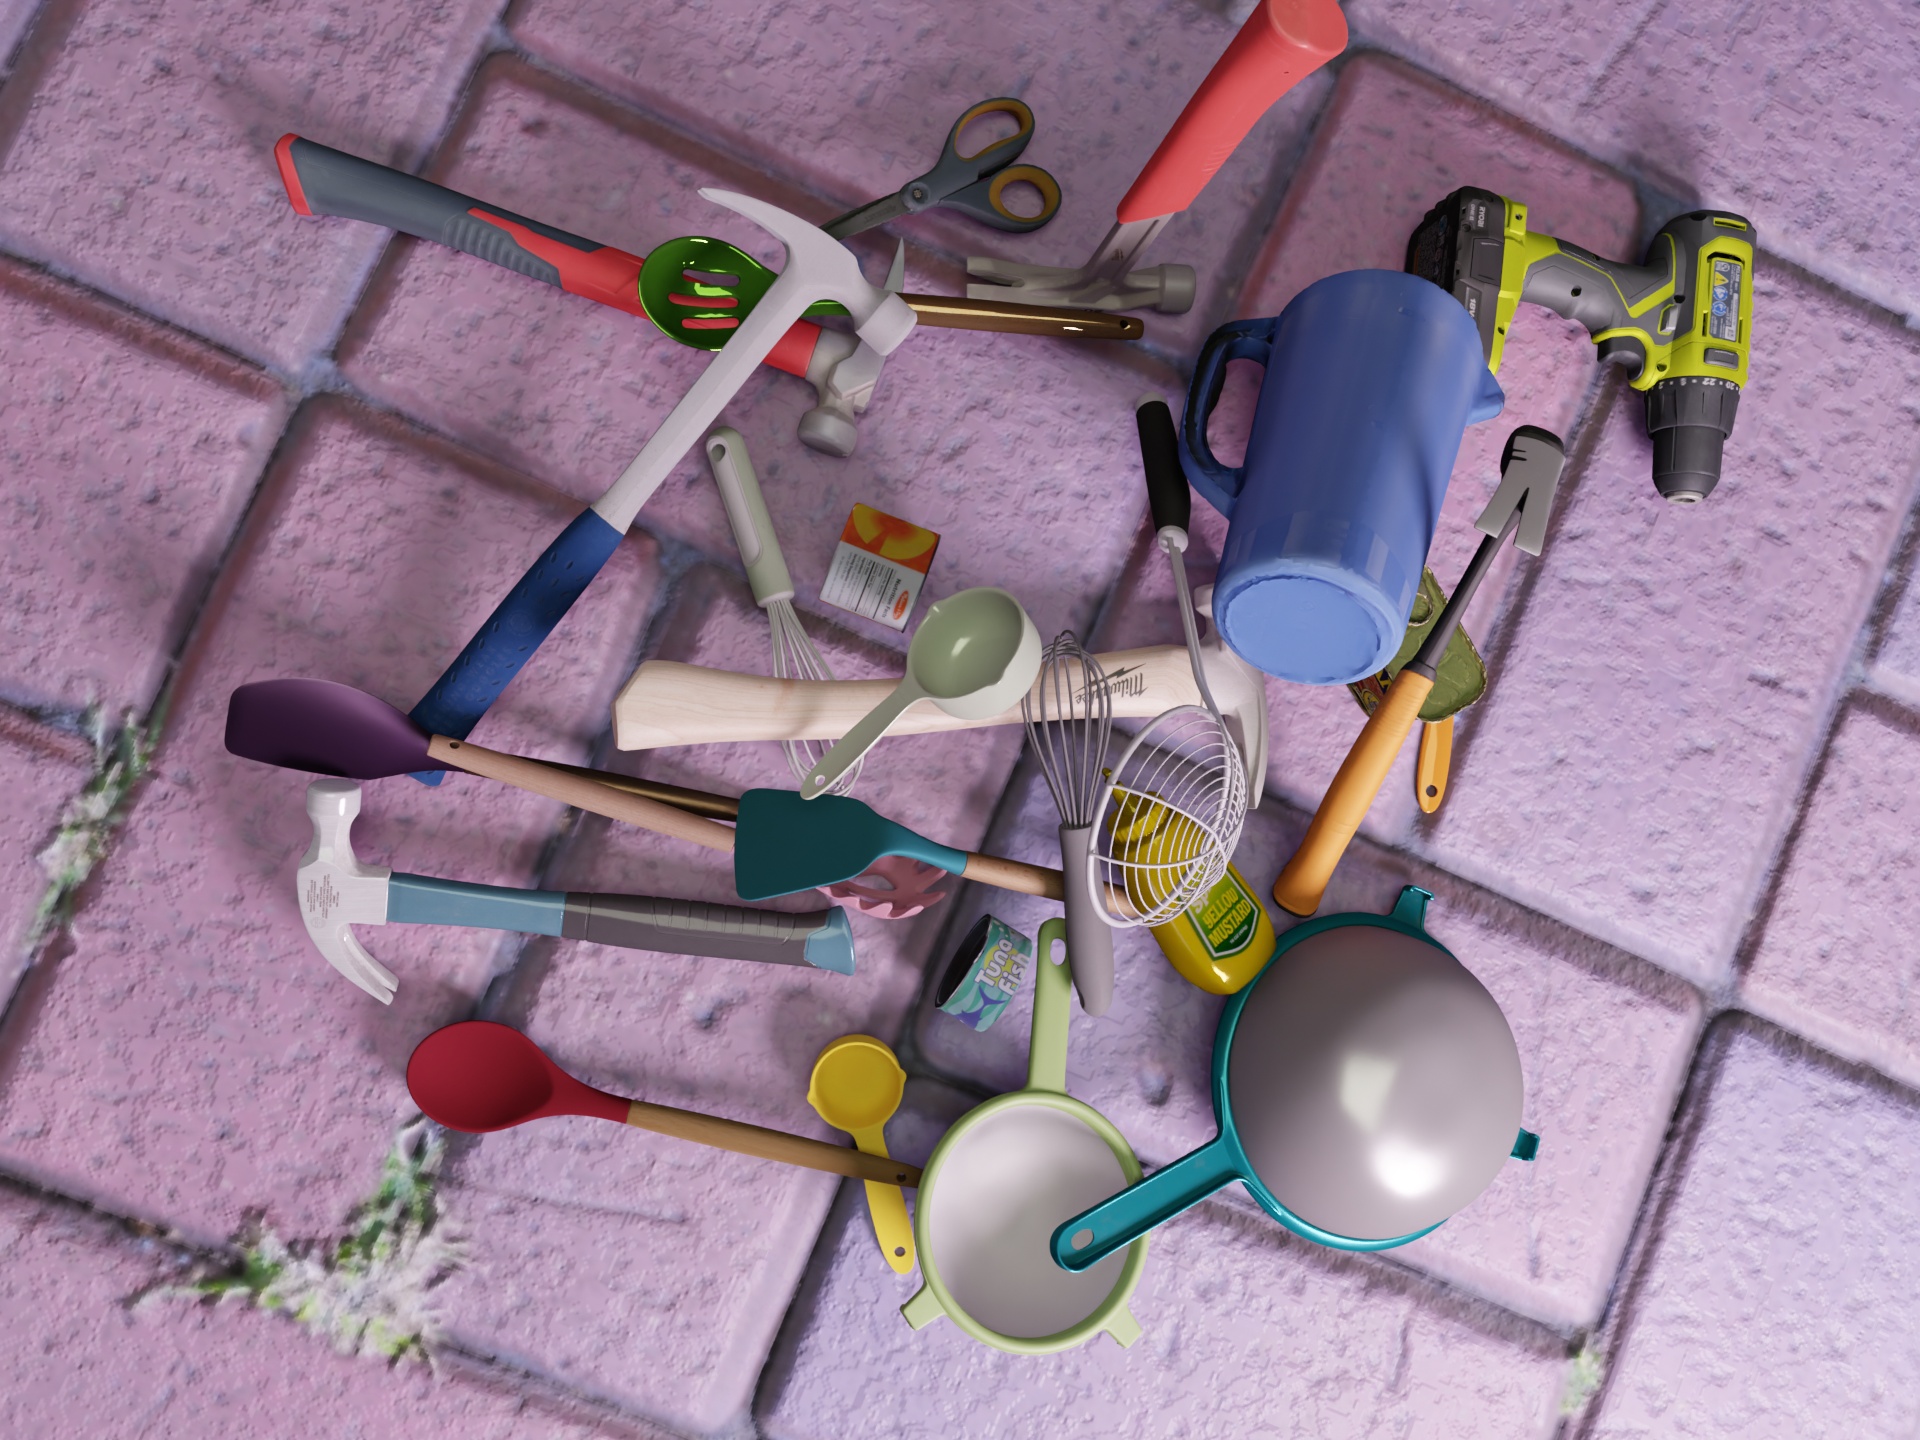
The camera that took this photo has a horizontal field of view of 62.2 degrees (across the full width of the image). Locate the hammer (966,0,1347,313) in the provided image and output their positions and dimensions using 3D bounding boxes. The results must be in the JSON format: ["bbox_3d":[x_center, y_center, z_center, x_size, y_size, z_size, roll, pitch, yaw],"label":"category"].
[{"bbox_3d":[0.107,-0.297,0.870,0.149,0.359,0.037,1,85,-10],"label":"hammer"}]

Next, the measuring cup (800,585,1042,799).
[{"bbox_3d":[-0.022,-0.006,0.919,0.167,0.083,0.038,-43,137,4],"label":"measuring cup"}]

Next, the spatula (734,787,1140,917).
[{"bbox_3d":[0.019,0.098,0.978,0.317,0.044,0.082,15,44,-21],"label":"spatula"}]

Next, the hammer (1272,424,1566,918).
[{"bbox_3d":[0.254,-0.004,0.922,0.034,0.127,0.336,26,128,10],"label":"hammer"}]

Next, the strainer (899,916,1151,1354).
[{"bbox_3d":[0.040,0.252,0.983,0.151,0.069,0.256,11,72,-17],"label":"strainer"}]

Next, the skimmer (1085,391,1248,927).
[{"bbox_3d":[0.106,-0.053,0.942,0.090,0.127,0.364,-17,52,18],"label":"skimmer"}]

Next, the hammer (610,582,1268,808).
[{"bbox_3d":[-0.002,-0.003,0.967,0.410,0.038,0.146,-4,88,-18],"label":"hammer"}]

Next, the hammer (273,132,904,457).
[{"bbox_3d":[-0.228,-0.296,0.991,0.386,0.038,0.143,19,83,-6],"label":"hammer"}]

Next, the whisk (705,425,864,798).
[{"bbox_3d":[-0.113,-0.068,0.989,0.058,0.059,0.246,-23,84,35],"label":"whisk"}]

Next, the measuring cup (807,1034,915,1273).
[{"bbox_3d":[-0.053,0.269,0.990,0.062,0.029,0.156,-13,100,-2],"label":"measuring cup"}]

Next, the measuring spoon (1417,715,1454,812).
[{"bbox_3d":[0.319,0.004,1.054,0.021,0.011,0.117,10,85,-6],"label":"measuring spoon"}]

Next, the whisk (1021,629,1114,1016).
[{"bbox_3d":[0.072,0.064,0.948,0.055,0.055,0.239,-8,101,-8],"label":"whisk"}]

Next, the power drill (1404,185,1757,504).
[{"bbox_3d":[0.413,-0.251,1.050,0.228,0.080,0.190,8,85,-9],"label":"power drill"}]

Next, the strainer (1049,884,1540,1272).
[{"bbox_3d":[0.213,0.245,0.953,0.340,0.095,0.211,-23,89,-21],"label":"strainer"}]

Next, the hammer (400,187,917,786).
[{"bbox_3d":[-0.208,-0.131,0.945,0.144,0.035,0.405,39,94,-18],"label":"hammer"}]

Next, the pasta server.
[{"bbox_3d":[-0.160,0.060,0.954,0.316,0.040,0.060,19,45,-15],"label":"pasta server"}]

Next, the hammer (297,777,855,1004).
[{"bbox_3d":[-0.224,0.117,0.957,0.331,0.033,0.128,8,104,-11],"label":"hammer"}]

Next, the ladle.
[{"bbox_3d":[-0.174,0.241,0.960,0.315,0.031,0.069,14,94,-2],"label":"ladle"}]

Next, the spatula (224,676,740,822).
[{"bbox_3d":[-0.268,0.027,0.947,0.315,0.018,0.059,13,110,-17],"label":"spatula"}]

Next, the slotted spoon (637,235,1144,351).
[{"bbox_3d":[-0.039,-0.253,0.982,0.313,0.031,0.070,2,86,-10],"label":"slotted spoon"}]
